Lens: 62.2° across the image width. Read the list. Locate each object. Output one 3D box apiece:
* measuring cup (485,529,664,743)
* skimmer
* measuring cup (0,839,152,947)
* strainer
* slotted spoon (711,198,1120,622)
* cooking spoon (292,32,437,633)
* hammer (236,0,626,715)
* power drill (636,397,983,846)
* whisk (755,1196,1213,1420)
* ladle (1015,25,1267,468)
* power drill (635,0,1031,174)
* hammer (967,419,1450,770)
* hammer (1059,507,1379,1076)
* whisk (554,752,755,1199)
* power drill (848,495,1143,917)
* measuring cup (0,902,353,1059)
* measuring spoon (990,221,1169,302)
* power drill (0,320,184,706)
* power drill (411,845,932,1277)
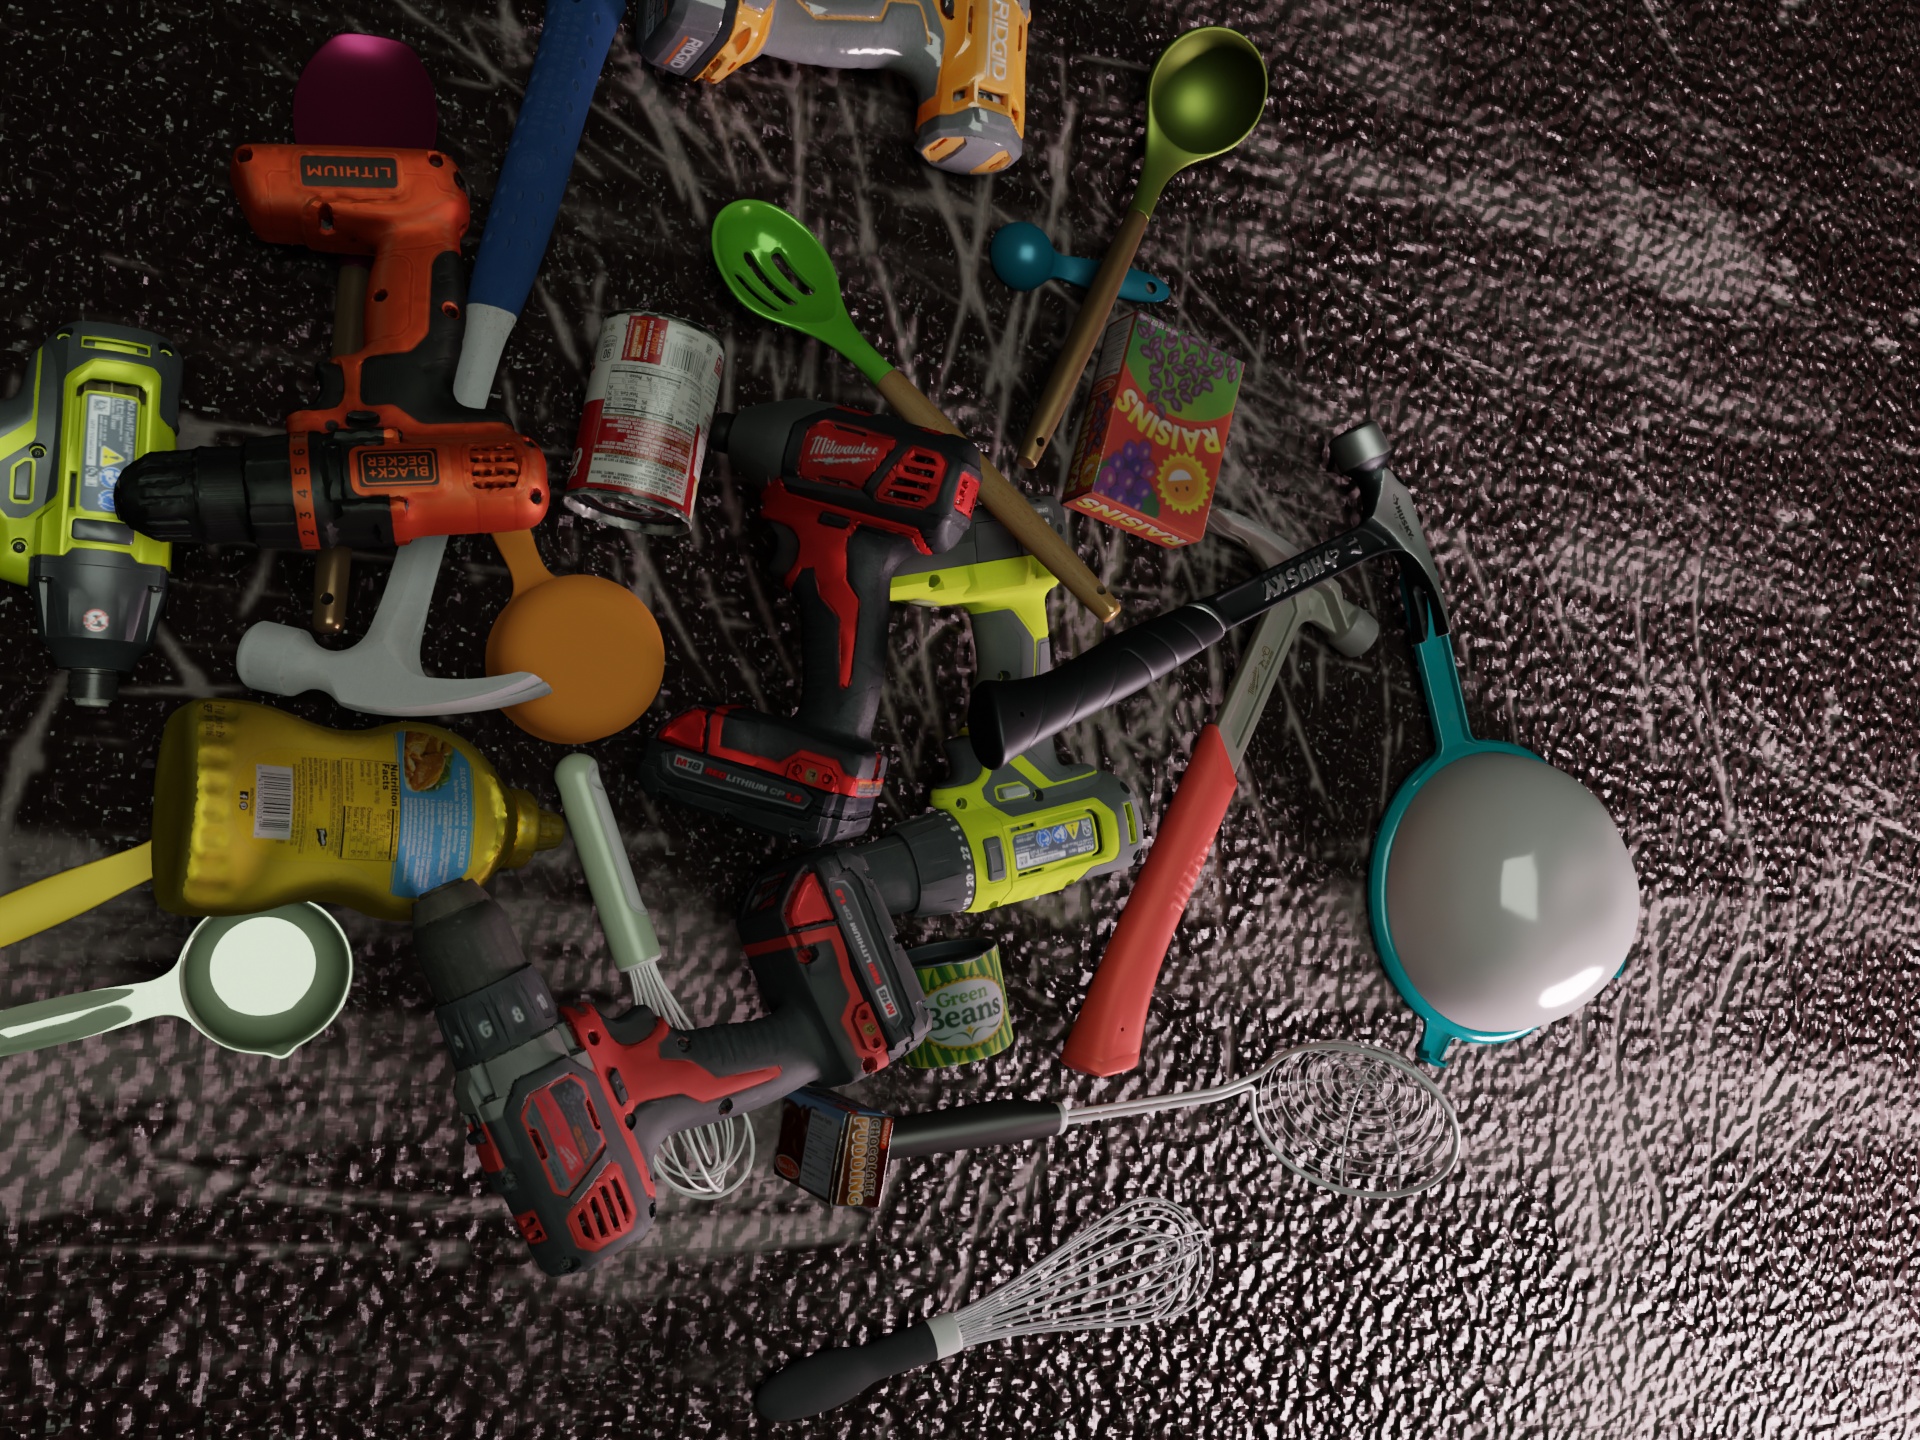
[{"bbox_3d":[-0.213,-0.071,0.818,0.095,0.052,0.173,-26,101,-24],"label":"measuring cup"},{"bbox_3d":[0.122,0.252,0.942,0.363,0.090,0.127,-2,131,-22],"label":"skimmer"},{"bbox_3d":[-0.390,0.071,0.739,0.156,0.029,0.062,-26,99,-27],"label":"measuring cup"},{"bbox_3d":[0.370,0.056,1.068,0.211,0.095,0.340,-18,96,-25],"label":"strainer"},{"bbox_3d":[-0.025,-0.168,0.871,0.314,0.031,0.070,47,56,9],"label":"slotted spoon"},{"bbox_3d":[-0.299,-0.196,0.779,0.068,0.017,0.319,3,76,-16],"label":"cooking spoon"},{"bbox_3d":[-0.235,-0.196,0.807,0.144,0.035,0.406,11,77,3],"label":"hammer"},{"bbox_3d":[-0.084,-0.056,0.822,0.143,0.078,0.219,17,92,11],"label":"power drill"},{"bbox_3d":[0.019,0.340,0.911,0.284,0.070,0.070,-12,93,-21],"label":"whisk"},{"bbox_3d":[0.106,-0.290,0.967,0.078,0.062,0.320,33,70,-24],"label":"ladle"},{"bbox_3d":[-0.060,-0.427,0.899,0.226,0.084,0.185,6,84,-30],"label":"power drill"},{"bbox_3d":[0.157,-0.060,0.944,0.409,0.036,0.149,-27,92,-37],"label":"hammer"},{"bbox_3d":[0.142,0.049,0.992,0.149,0.037,0.359,32,74,-21],"label":"hammer"},{"bbox_3d":[-0.166,0.134,0.837,0.059,0.058,0.246,-18,91,7],"label":"whisk"},{"bbox_3d":[-0.001,-0.003,0.906,0.190,0.080,0.228,-12,95,-26],"label":"power drill"},{"bbox_3d":[-0.373,0.127,0.742,0.167,0.038,0.083,-12,92,-24],"label":"measuring cup"},{"bbox_3d":[0.080,-0.281,0.987,0.128,0.021,0.042,6,85,-26],"label":"measuring spoon"},{"bbox_3d":[-0.465,-0.097,0.689,0.223,0.080,0.171,4,85,-29],"label":"power drill"},{"bbox_3d":[-0.144,0.136,0.782,0.226,0.080,0.188,-24,91,-36],"label":"power drill"}]
